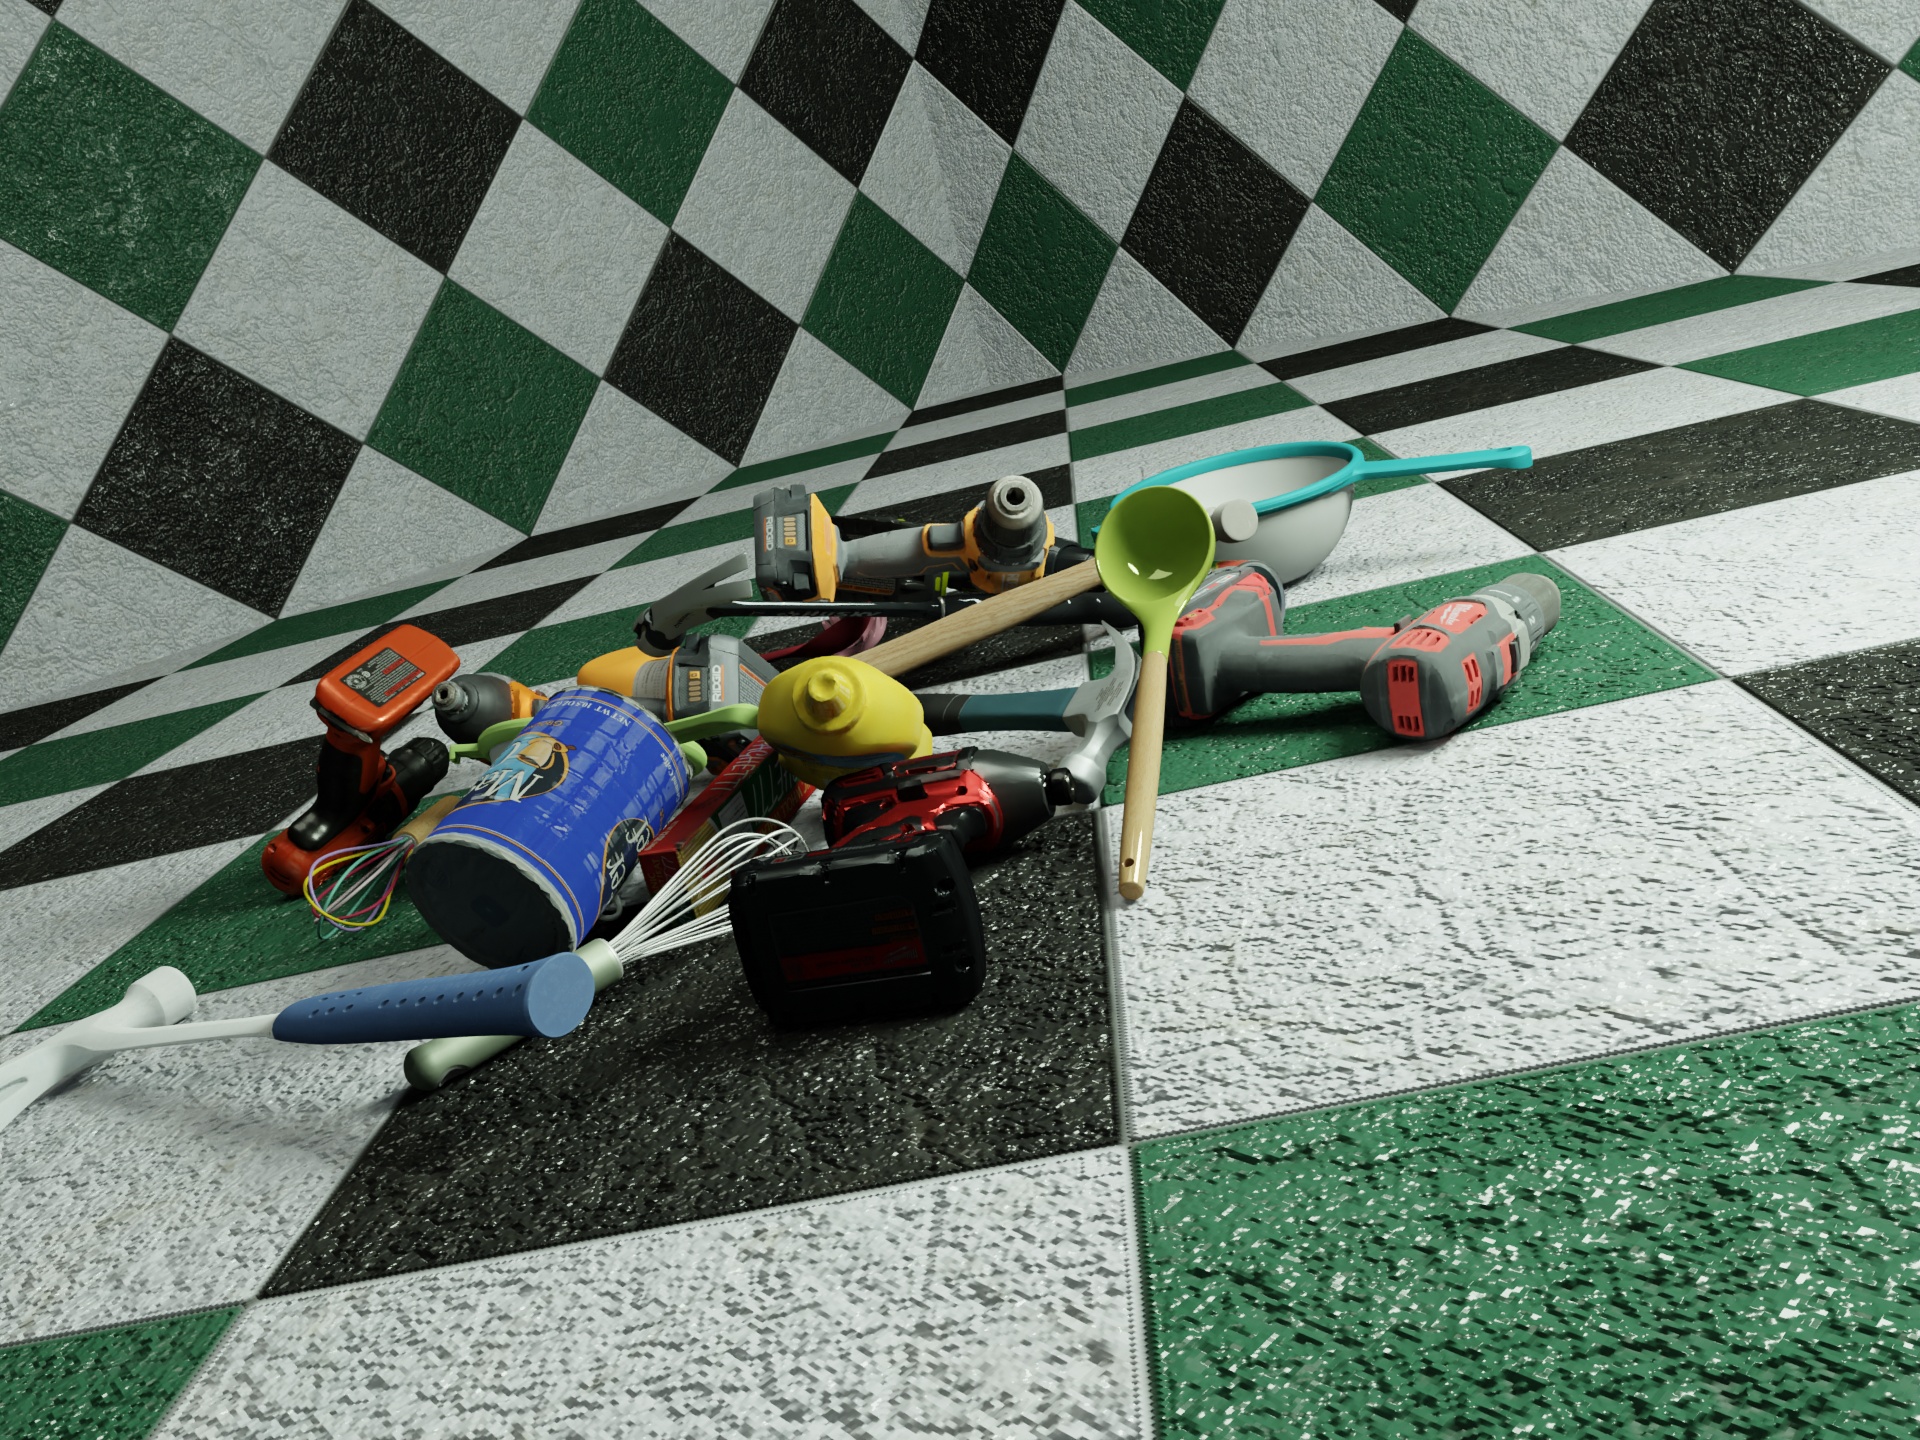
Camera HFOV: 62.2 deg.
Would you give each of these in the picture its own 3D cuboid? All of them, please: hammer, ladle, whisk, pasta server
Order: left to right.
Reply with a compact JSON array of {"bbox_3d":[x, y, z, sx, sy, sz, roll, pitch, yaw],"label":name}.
[{"bbox_3d":[-0.348,0.157,0.803,0.405,0.035,0.144,-11,16,32],"label":"hammer"},{"bbox_3d":[-0.396,0.097,1.119,0.047,0.051,0.245,8,13,0],"label":"whisk"},{"bbox_3d":[-0.178,0.120,0.834,0.246,0.059,0.057,-30,-16,-33],"label":"whisk"},{"bbox_3d":[-0.211,-0.038,1.362,0.315,0.031,0.069,-18,7,21],"label":"ladle"},{"bbox_3d":[-0.112,-0.043,1.338,0.060,0.040,0.316,-18,16,15],"label":"pasta server"},{"bbox_3d":[-0.028,-0.086,1.195,0.408,0.036,0.149,-3,-12,-30],"label":"hammer"},{"bbox_3d":[-0.002,-0.003,1.068,0.331,0.033,0.128,-2,47,49],"label":"hammer"},{"bbox_3d":[0.046,-0.084,1.128,0.331,0.031,0.130,-24,9,-22],"label":"hammer"},{"bbox_3d":[0.103,-0.026,0.899,0.078,0.062,0.320,-16,35,23],"label":"ladle"}]

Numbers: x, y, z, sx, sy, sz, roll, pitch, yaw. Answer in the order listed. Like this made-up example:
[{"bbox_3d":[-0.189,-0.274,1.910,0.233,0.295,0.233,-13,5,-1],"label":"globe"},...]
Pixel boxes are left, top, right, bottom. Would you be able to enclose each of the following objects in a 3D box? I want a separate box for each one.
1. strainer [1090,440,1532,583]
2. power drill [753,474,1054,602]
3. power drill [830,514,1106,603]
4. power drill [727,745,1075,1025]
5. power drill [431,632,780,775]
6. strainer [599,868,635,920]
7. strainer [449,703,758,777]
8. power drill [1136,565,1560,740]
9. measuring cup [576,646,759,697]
[{"bbox_3d":[0.291,-0.161,1.296,0.340,0.095,0.211,-2,22,30],"label":"strainer"},{"bbox_3d":[-0.042,-0.137,1.210,0.226,0.084,0.185,-3,-10,-2],"label":"power drill"},{"bbox_3d":[0.007,-0.138,1.412,0.191,0.080,0.228,11,12,43],"label":"power drill"},{"bbox_3d":[-0.022,0.070,0.821,0.143,0.078,0.220,-10,13,15],"label":"power drill"},{"bbox_3d":[-0.254,-0.006,1.136,0.226,0.084,0.164,-6,-15,11],"label":"power drill"},{"bbox_3d":[-0.287,0.091,1.036,0.087,0.050,0.258,-20,13,-35],"label":"strainer"},{"bbox_3d":[-0.211,0.040,1.025,0.151,0.069,0.256,16,-20,-41],"label":"strainer"},{"bbox_3d":[0.246,-0.051,0.995,0.227,0.080,0.188,5,25,42],"label":"power drill"},{"bbox_3d":[-0.270,-0.050,1.467,0.173,0.052,0.095,-23,18,-23],"label":"measuring cup"}]
